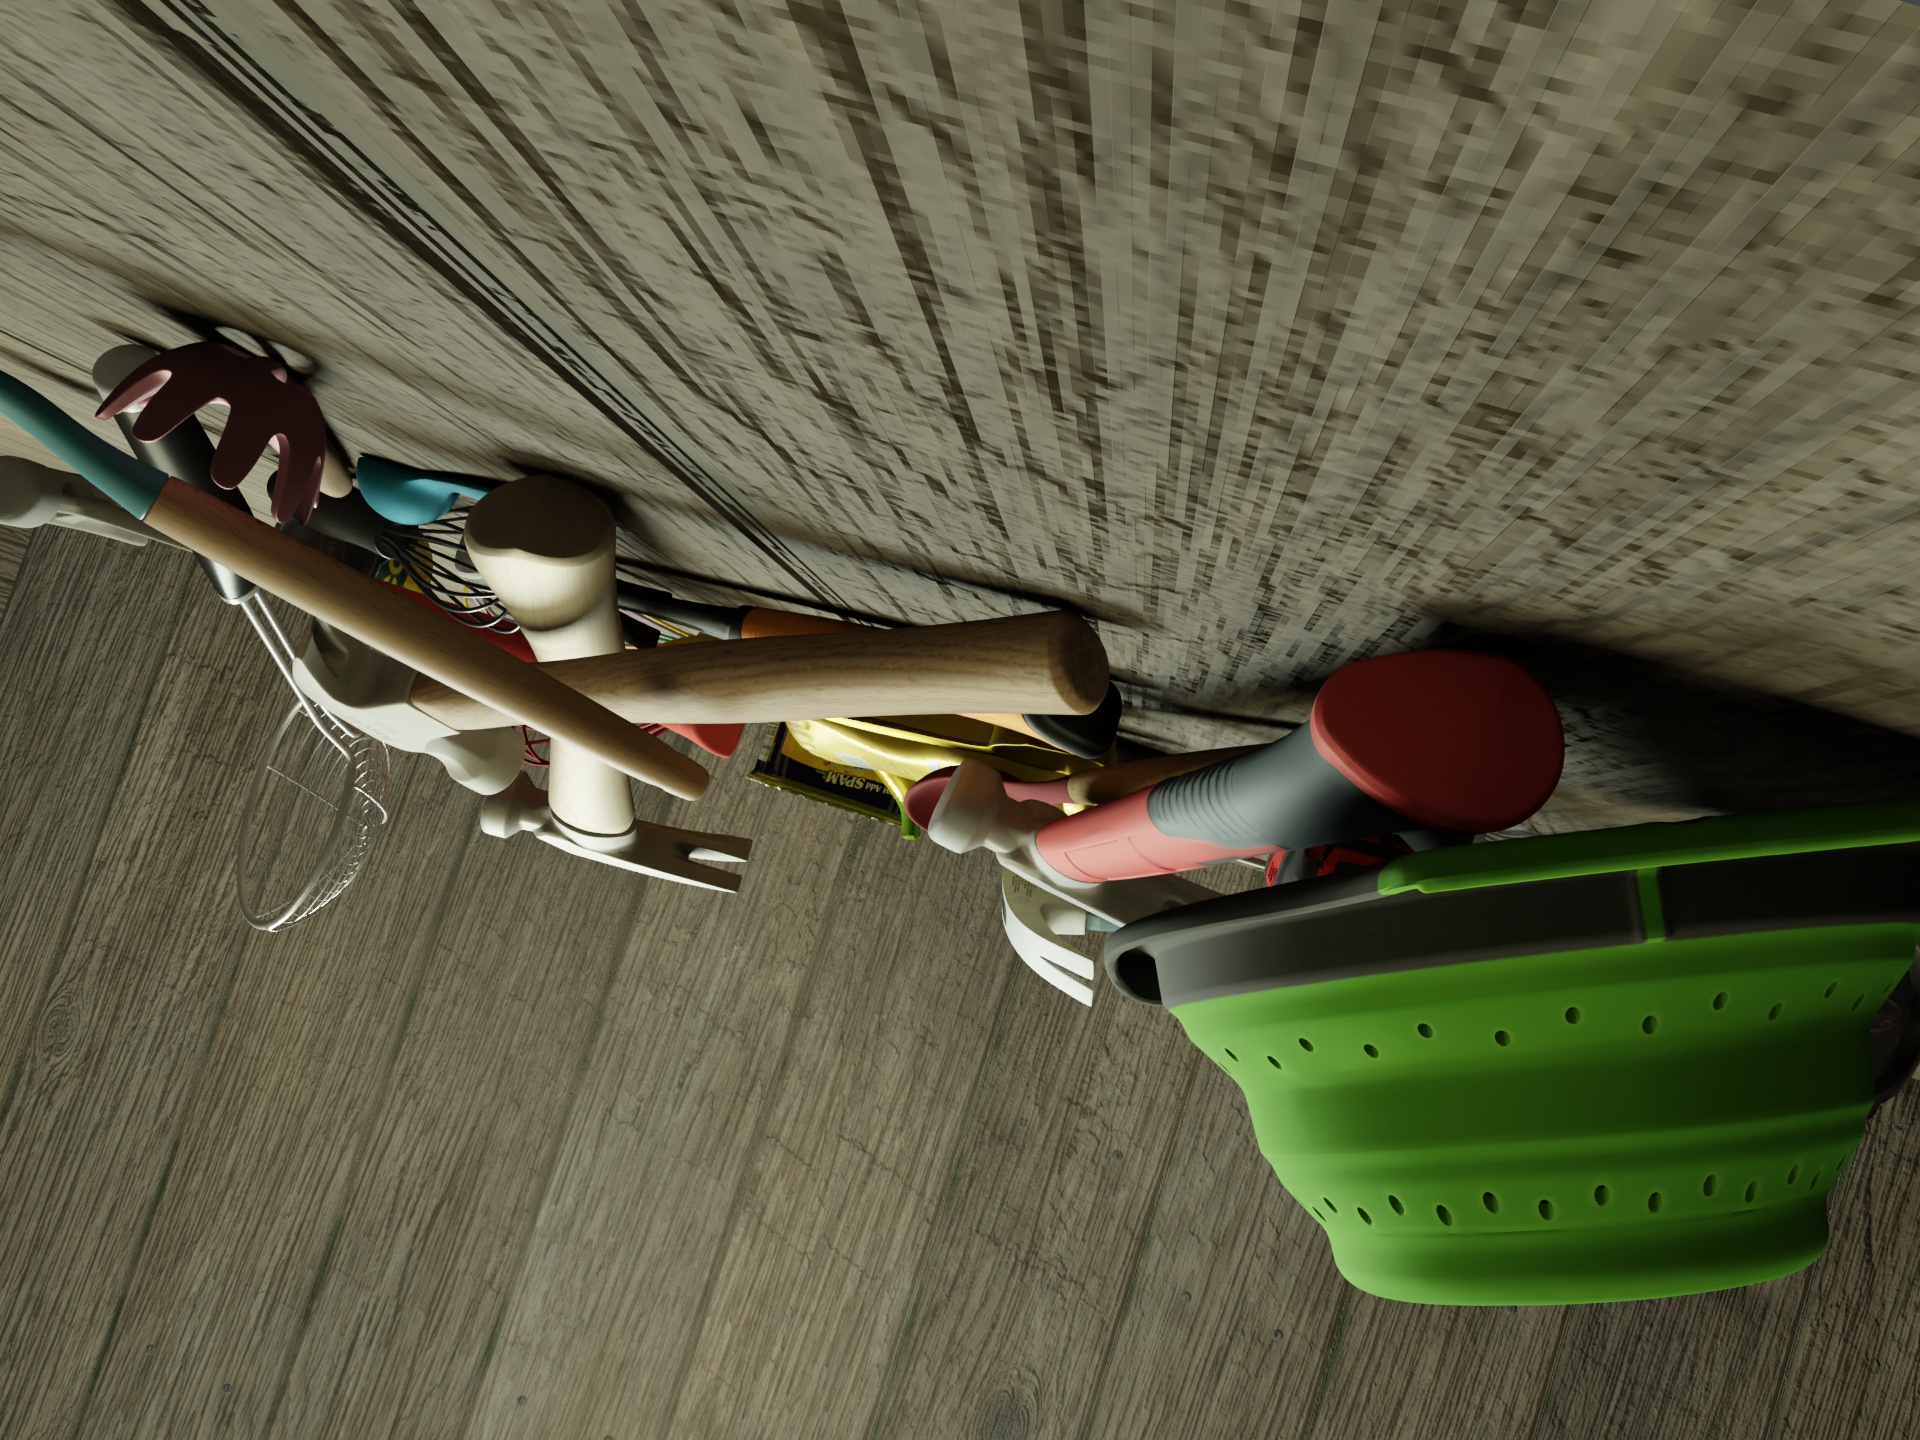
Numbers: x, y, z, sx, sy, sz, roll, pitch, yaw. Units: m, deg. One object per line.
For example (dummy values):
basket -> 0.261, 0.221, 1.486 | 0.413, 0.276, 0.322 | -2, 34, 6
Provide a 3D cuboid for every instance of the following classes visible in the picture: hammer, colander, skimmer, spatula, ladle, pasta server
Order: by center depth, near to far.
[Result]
spatula -> -0.212, -0.041, 0.460 | 0.317, 0.044, 0.082 | 31, 176, -27
colander -> 0.146, 0.106, 0.467 | 0.204, 0.094, 0.397 | -6, 167, 2
hammer -> 0.086, 0.039, 0.496 | 0.143, 0.038, 0.386 | 27, 169, -5
hammer -> -0.104, -0.013, 0.541 | 0.331, 0.031, 0.129 | -2, 155, 34
pasta server -> -0.243, -0.094, 0.574 | 0.060, 0.040, 0.316 | 31, 174, -16
ladle -> 0.063, 0.027, 0.663 | 0.069, 0.031, 0.315 | 23, 164, -23
skimmer -> -0.315, -0.024, 0.672 | 0.090, 0.127, 0.363 | -3, 151, -6
hammer -> -0.072, -0.033, 0.692 | 0.337, 0.034, 0.127 | 15, 175, 37
hammer -> -0.156, 0.003, 0.706 | 0.146, 0.038, 0.410 | 16, 159, -5
hammer -> -0.278, -0.055, 0.788 | 0.359, 0.037, 0.149 | 18, -179, -1
hammer -> 0.185, 0.112, 0.881 | 0.331, 0.033, 0.128 | 4, -144, 8

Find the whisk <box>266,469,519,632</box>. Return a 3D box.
whisk -> -0.257, -0.087, 0.729 | 0.239, 0.055, 0.055 | 21, 180, 39

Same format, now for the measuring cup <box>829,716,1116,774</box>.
measuring cup -> -0.001, -0.002, 0.742 | 0.156, 0.029, 0.062 | 10, 170, 24

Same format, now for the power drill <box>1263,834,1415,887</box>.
power drill -> 0.229, 0.119, 0.748 | 0.143, 0.078, 0.220 | 18, -158, -6

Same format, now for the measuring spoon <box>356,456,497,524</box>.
measuring spoon -> -0.202, -0.084, 0.629 | 0.129, 0.021, 0.042 | 16, 177, 45

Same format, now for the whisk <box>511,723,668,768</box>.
whisk -> -0.148, -0.011, 0.843 | 0.296, 0.073, 0.073 | -4, 164, 34

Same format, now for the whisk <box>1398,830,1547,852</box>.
whisk -> 0.184, 0.049, 0.570 | 0.070, 0.070, 0.284 | 15, 171, 35

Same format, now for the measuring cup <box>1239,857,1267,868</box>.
measuring cup -> 0.130, 0.053, 0.960 | 0.167, 0.038, 0.083 | 19, 175, 3

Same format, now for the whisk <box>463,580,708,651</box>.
whisk -> -0.183, -0.048, 0.974 | 0.244, 0.047, 0.051 | 16, 177, -30
